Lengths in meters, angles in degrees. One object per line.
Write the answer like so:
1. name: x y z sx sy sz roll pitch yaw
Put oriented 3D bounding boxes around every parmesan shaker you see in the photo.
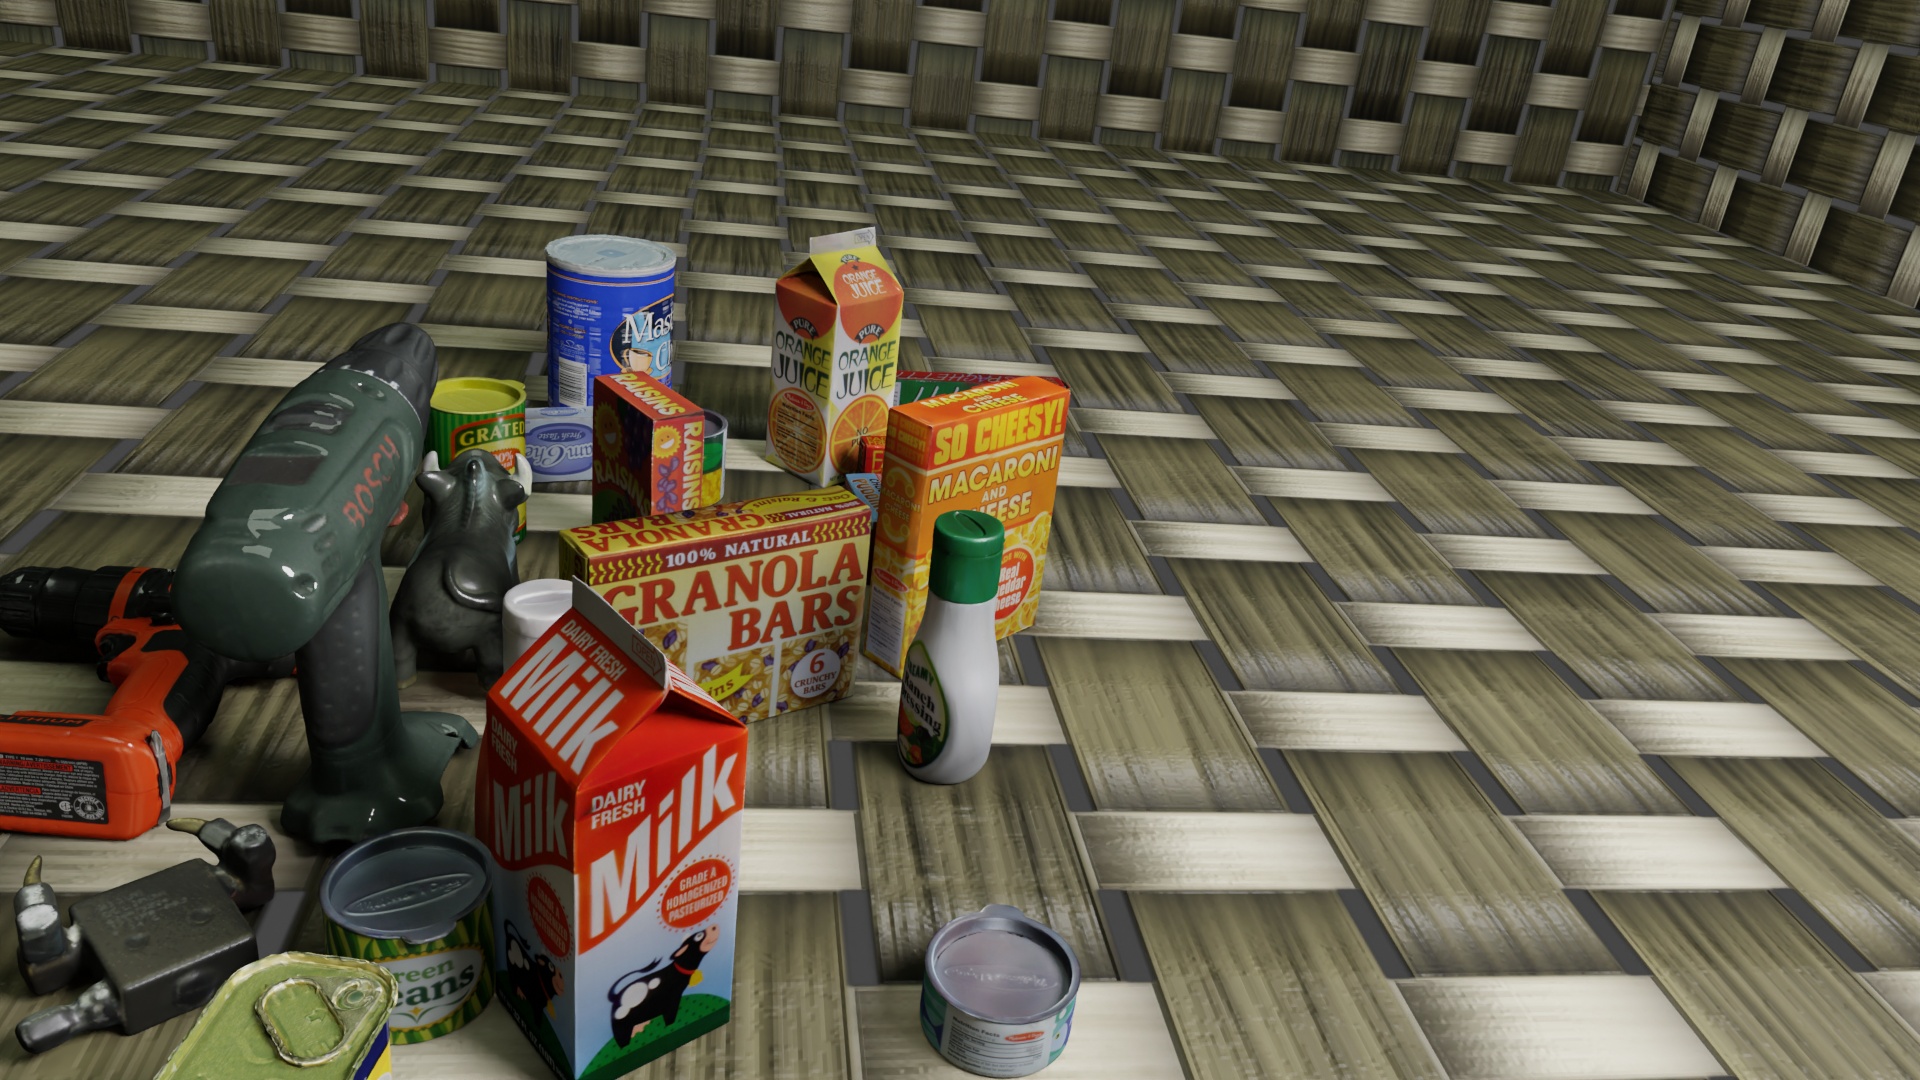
1. parmesan shaker: -0.321 -0.050 0.927 0.071 0.102 0.071 6 25 -3

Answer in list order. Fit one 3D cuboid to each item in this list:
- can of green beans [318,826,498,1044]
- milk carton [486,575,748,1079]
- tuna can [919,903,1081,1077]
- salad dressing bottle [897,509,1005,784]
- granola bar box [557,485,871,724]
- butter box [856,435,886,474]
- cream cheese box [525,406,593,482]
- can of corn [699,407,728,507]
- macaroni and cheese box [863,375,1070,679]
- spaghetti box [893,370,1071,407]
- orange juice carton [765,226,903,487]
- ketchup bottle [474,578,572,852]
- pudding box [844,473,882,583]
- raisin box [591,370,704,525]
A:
1. can of green beans: -0.223 0.160 0.565 0.071 0.057 0.071 6 25 -3
2. milk carton: -0.133 0.111 0.537 0.074 0.189 0.072 -16 33 -40
3. tuna can: 0.016 0.191 0.592 0.071 0.032 0.071 6 25 -3
4. salad dressing bottle: -0.003 0.057 0.734 0.044 0.147 0.064 -7 29 -28
5. granola bar box: -0.131 0.043 0.757 0.166 0.123 0.039 -11 31 -34
6. butter box: -0.027 -0.053 1.067 0.104 0.053 0.024 0 26 -14
7. cream cheese box: -0.298 -0.071 1.035 0.104 0.053 0.024 -5 27 -23
8. can of corn: -0.210 -0.062 1.033 0.071 0.058 0.071 6 25 -3
9. macaroni and cheese box: 0.003 -0.011 0.856 0.040 0.165 0.124 27 32 37
10. spaghetti box: -0.029 -0.121 1.214 0.250 0.050 0.029 1 26 -13
11. orange juice carton: -0.098 -0.146 1.082 0.073 0.191 0.072 26 31 34
12. ketchup bottle: -0.183 0.090 0.616 0.065 0.148 0.043 -9 29 -31
13. pudding box: -0.059 -0.010 0.973 0.030 0.049 0.084 -2 27 -18
14. raisin box: -0.206 -0.040 0.911 0.040 0.122 0.086 -13 32 -37
